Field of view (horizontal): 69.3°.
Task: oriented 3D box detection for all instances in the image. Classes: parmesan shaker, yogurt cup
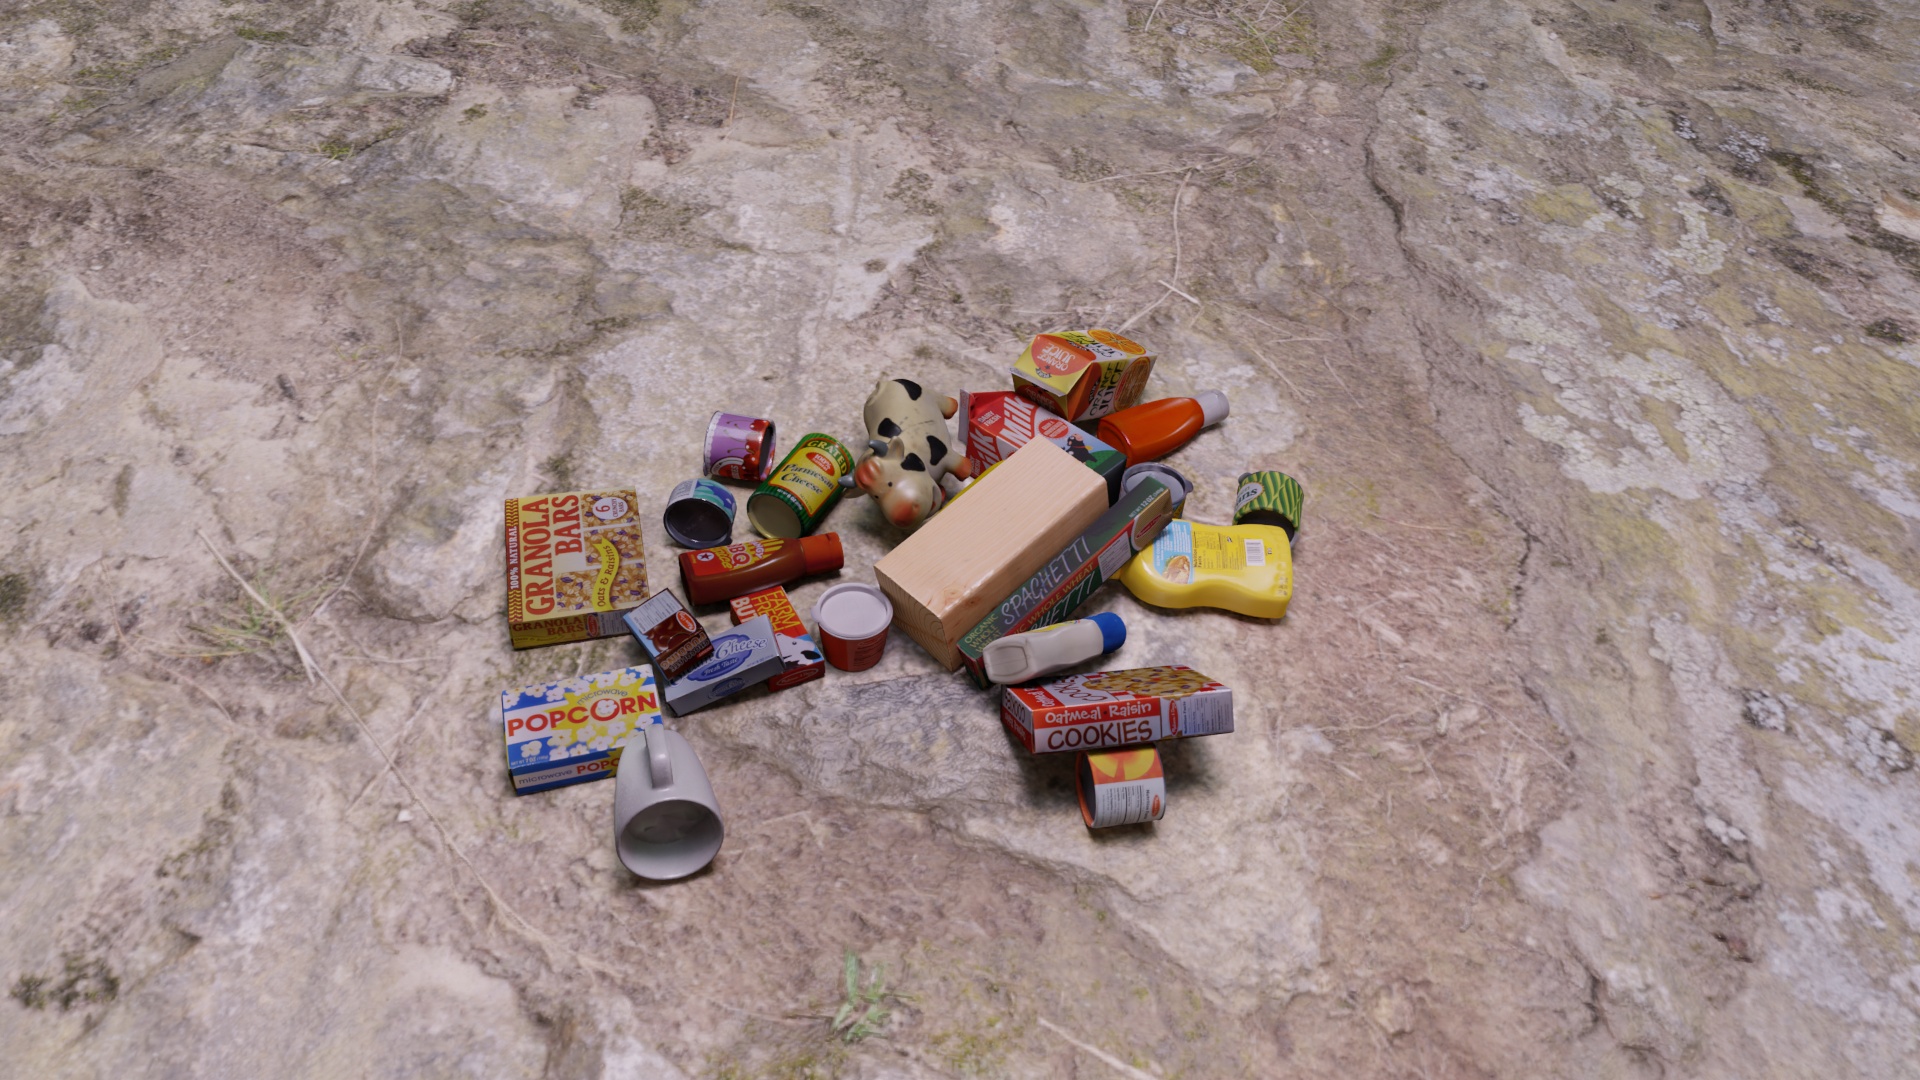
[{"bbox_3d":[-0.154,-0.049,1.367,0.071,0.071,0.103,19,45,16],"label":"parmesan shaker"},{"bbox_3d":[-0.095,0.079,1.239,0.072,0.053,0.073,3,43,-2],"label":"yogurt cup"}]

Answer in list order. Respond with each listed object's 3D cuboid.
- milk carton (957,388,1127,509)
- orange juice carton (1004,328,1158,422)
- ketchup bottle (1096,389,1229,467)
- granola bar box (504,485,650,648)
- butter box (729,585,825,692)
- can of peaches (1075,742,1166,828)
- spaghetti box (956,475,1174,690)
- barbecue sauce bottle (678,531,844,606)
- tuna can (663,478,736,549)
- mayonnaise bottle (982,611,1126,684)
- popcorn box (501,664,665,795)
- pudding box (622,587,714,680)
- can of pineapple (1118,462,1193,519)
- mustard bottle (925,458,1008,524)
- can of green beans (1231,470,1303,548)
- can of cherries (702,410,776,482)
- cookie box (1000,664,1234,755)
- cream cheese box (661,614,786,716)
[{"bbox_3d":[0.070,-0.088,1.421,0.191,0.072,0.074,33,49,28],"label":"milk carton"},{"bbox_3d":[0.126,-0.175,1.471,0.072,0.072,0.193,31,26,26],"label":"orange juice carton"},{"bbox_3d":[0.223,-0.126,1.497,0.149,0.043,0.065,-21,49,-25],"label":"ketchup bottle"},{"bbox_3d":[-0.356,0.022,1.290,0.124,0.038,0.166,-7,44,-13],"label":"granola bar box"},{"bbox_3d":[-0.165,0.087,1.246,0.053,0.024,0.104,-17,47,-22],"label":"butter box"},{"bbox_3d":[0.128,0.195,1.124,0.058,0.070,0.071,-6,43,-10],"label":"can of peaches"},{"bbox_3d":[0.098,0.036,1.256,0.251,0.050,0.029,-40,53,-18],"label":"spaghetti box"},{"bbox_3d":[-0.185,0.023,1.299,0.149,0.043,0.065,-11,29,-17],"label":"barbecue sauce bottle"},{"bbox_3d":[-0.247,-0.024,1.332,0.071,0.070,0.033,4,42,0],"label":"tuna can"},{"bbox_3d":[0.088,0.092,1.217,0.064,0.041,0.148,-17,-4,43],"label":"mayonnaise bottle"},{"bbox_3d":[-0.311,0.155,1.150,0.127,0.038,0.085,-10,44,-15],"label":"popcorn box"},{"bbox_3d":[-0.254,0.080,1.203,0.050,0.030,0.084,-34,38,-17],"label":"pudding box"},{"bbox_3d":[0.192,-0.035,1.384,0.071,0.057,0.071,2,43,-2],"label":"can of pineapple"},{"bbox_3d":[0.005,-0.017,1.348,0.049,0.065,0.161,42,57,12],"label":"mustard bottle"},{"bbox_3d":[0.305,-0.027,1.379,0.071,0.070,0.058,12,44,9],"label":"can of green beans"},{"bbox_3d":[-0.224,-0.092,1.409,0.058,0.071,0.072,10,43,4],"label":"can of cherries"},{"bbox_3d":[0.126,0.139,1.157,0.168,0.040,0.123,-5,5,-10],"label":"cookie box"},{"bbox_3d":[-0.206,0.107,1.199,0.104,0.024,0.053,-23,46,-2],"label":"cream cheese box"}]
